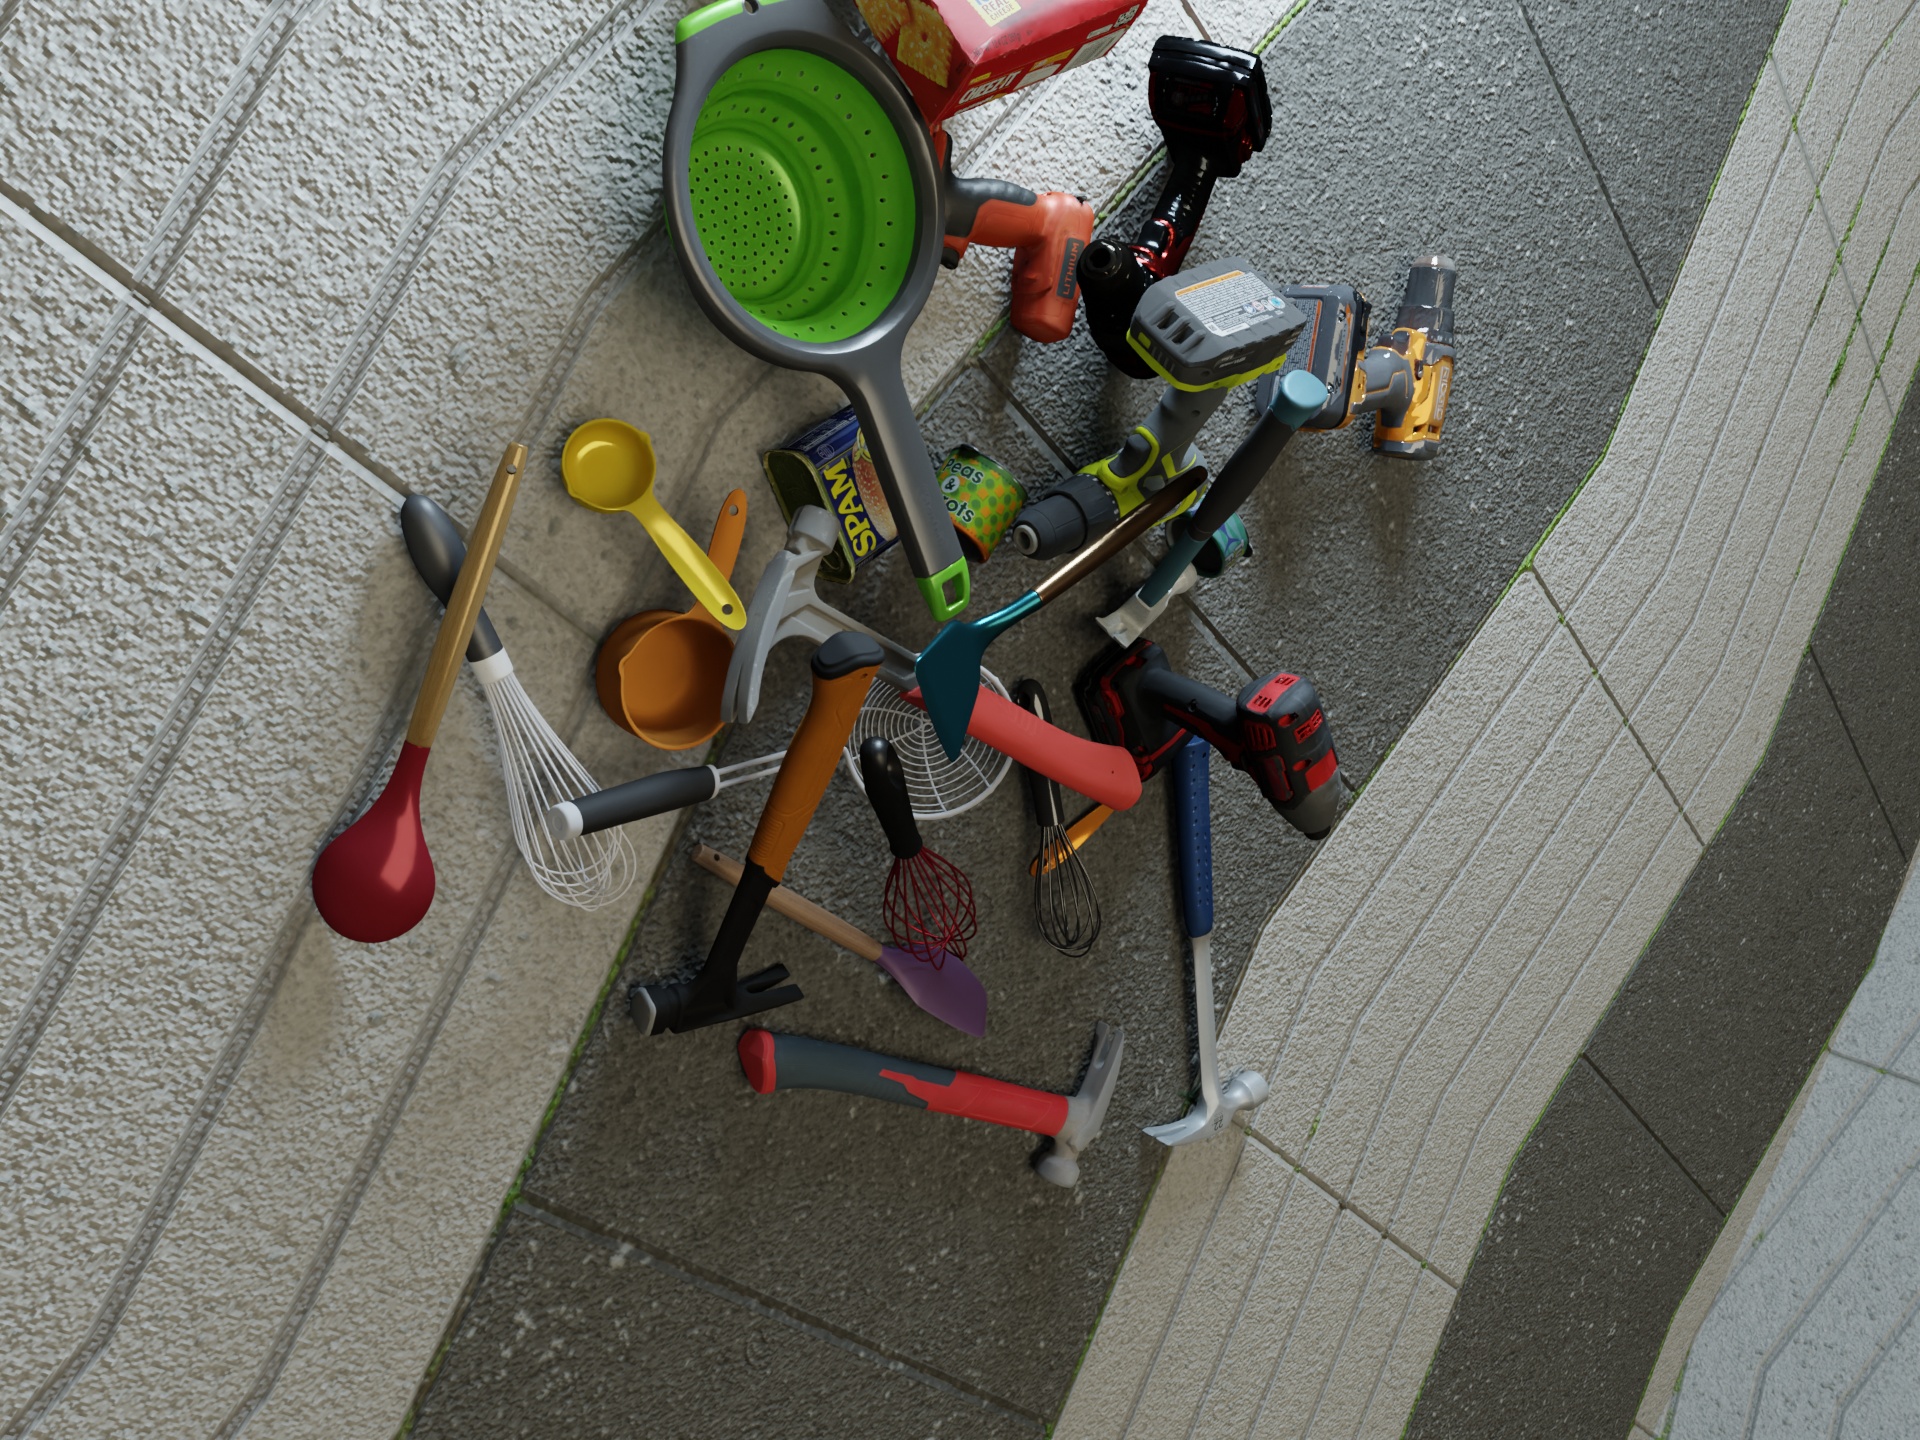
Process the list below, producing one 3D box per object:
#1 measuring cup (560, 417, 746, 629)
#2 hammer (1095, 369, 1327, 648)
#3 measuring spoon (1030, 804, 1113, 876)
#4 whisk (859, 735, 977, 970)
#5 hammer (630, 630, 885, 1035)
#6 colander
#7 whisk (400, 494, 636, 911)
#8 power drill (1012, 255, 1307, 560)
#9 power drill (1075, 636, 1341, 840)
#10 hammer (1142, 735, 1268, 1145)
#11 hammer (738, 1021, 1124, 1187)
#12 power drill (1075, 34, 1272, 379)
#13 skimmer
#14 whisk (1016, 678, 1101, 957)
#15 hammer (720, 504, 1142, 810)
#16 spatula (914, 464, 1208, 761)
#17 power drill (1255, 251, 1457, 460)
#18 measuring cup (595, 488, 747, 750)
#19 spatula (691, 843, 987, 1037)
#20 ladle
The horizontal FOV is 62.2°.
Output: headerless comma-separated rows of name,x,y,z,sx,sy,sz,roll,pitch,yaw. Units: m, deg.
measuring cup,-0.188,-0.117,0.990,0.062,0.029,0.156,-42,102,-18
hammer,0.184,-0.151,1.175,0.033,0.331,0.128,43,62,6
measuring spoon,0.099,0.092,1.339,0.117,0.011,0.021,-39,119,-21
whisk,-0.035,0.097,1.126,0.073,0.073,0.295,-47,151,-20
hammer,-0.114,0.079,1.037,0.127,0.034,0.336,-6,135,-39
colander,-0.089,-0.246,1.013,0.204,0.094,0.396,-35,117,-32
whisk,-0.272,-0.005,0.970,0.070,0.070,0.284,-32,116,-29
power drill,0.140,-0.216,1.170,0.190,0.080,0.228,-28,158,-38
power drill,0.204,0.016,1.263,0.078,0.220,0.143,-41,124,-24
hammer,0.216,0.204,1.448,0.144,0.035,0.405,-21,115,-34
hammer,-0.013,0.281,1.276,0.386,0.038,0.143,24,85,-41
power drill,0.148,-0.377,1.162,0.227,0.080,0.187,-70,162,0
skimmer,-0.104,0.034,1.063,0.363,0.090,0.127,-16,114,-50
whisk,0.075,0.081,1.285,0.055,0.055,0.239,-21,109,-34
hammer,-0.002,-0.004,1.107,0.358,0.037,0.149,29,73,-38
spatula,0.077,-0.094,1.108,0.317,0.044,0.082,-39,126,-27
power drill,0.363,-0.330,1.398,0.226,0.084,0.185,-1,102,-44
measuring cup,-0.180,-0.069,1.032,0.095,0.052,0.173,18,88,-41
spatula,-0.081,0.162,1.194,0.315,0.018,0.060,35,45,-38
ladle,-0.305,-0.011,0.922,0.069,0.031,0.315,18,98,-18
